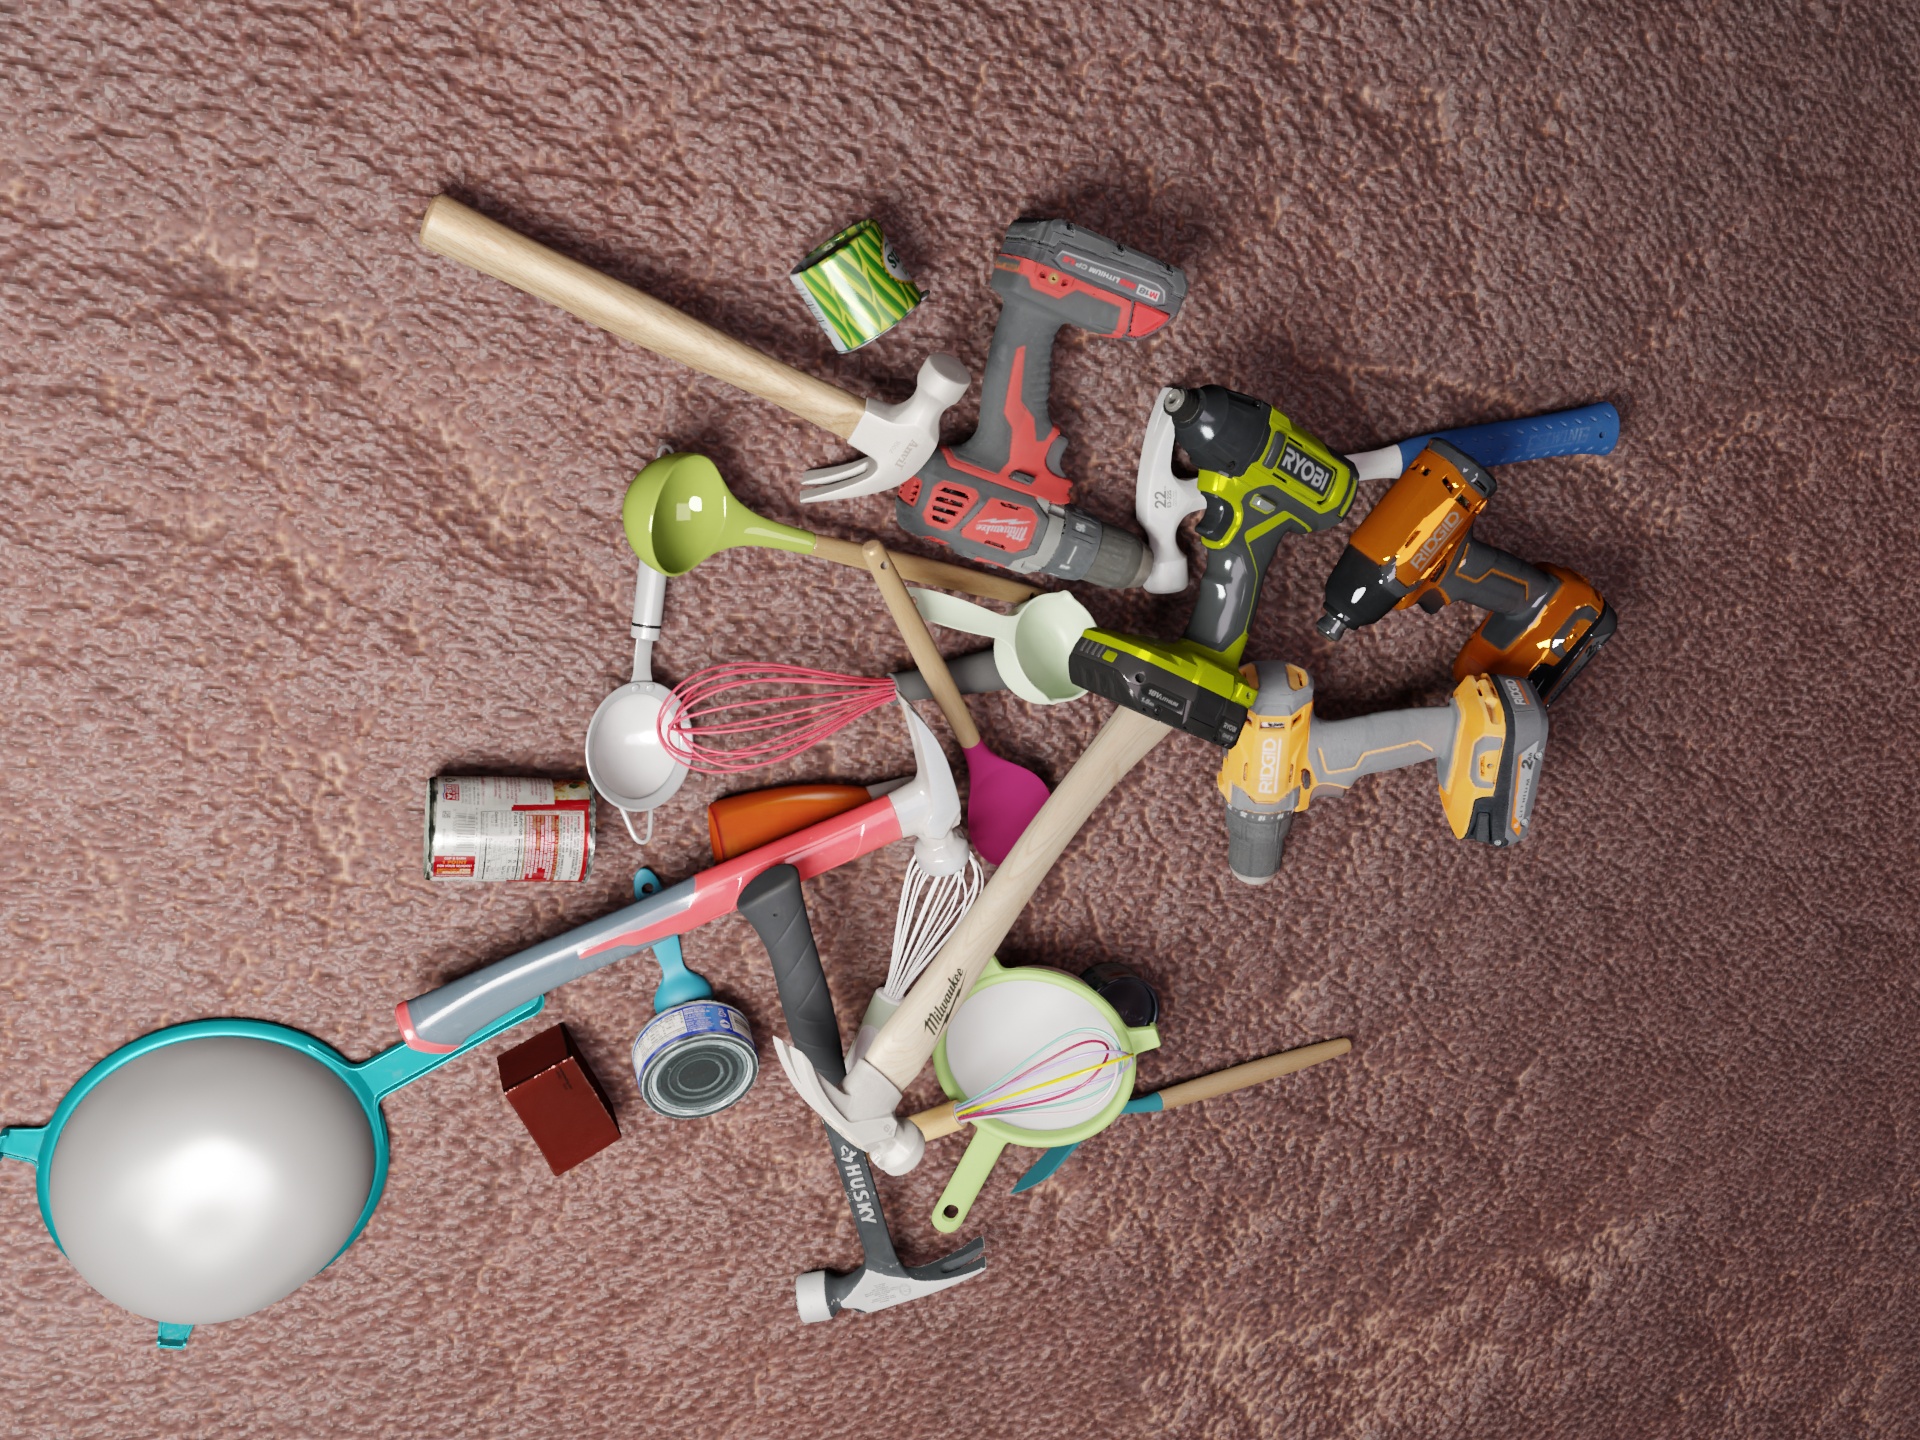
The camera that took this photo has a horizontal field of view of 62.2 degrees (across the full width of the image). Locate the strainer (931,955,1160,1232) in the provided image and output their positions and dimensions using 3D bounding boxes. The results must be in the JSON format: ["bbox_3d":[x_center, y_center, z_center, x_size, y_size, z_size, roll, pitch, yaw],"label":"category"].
[{"bbox_3d":[0.039,0.282,1.213,0.151,0.069,0.256,25,115,1],"label":"strainer"}]

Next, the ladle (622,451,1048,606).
[{"bbox_3d":[-0.070,-0.109,1.048,0.320,0.062,0.078,11,100,-30],"label":"ladle"}]

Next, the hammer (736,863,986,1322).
[{"bbox_3d":[-0.083,0.271,1.118,0.149,0.036,0.408,-10,120,2],"label":"hammer"}]

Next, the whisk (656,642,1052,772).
[{"bbox_3d":[-0.064,-0.019,1.084,0.295,0.073,0.073,-11,109,-26],"label":"whisk"}]

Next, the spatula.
[{"bbox_3d":[0.185,0.311,1.283,0.317,0.082,0.044,-12,71,-21],"label":"spatula"}]

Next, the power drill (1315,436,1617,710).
[{"bbox_3d":[0.376,-0.089,1.203,0.226,0.084,0.164,32,102,-32],"label":"power drill"}]

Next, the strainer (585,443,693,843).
[{"bbox_3d":[-0.206,-0.051,1.038,0.086,0.050,0.258,0,100,-49],"label":"strainer"}]

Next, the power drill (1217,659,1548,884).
[{"bbox_3d":[0.308,0.047,1.199,0.226,0.084,0.185,1,121,4],"label":"power drill"}]

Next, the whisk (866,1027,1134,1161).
[{"bbox_3d":[0.016,0.279,1.156,0.245,0.047,0.051,-25,105,22],"label":"whisk"}]

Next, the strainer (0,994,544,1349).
[{"bbox_3d":[-0.420,0.274,1.021,0.340,0.095,0.210,-29,113,-9],"label":"strainer"}]

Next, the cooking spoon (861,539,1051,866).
[{"bbox_3d":[-0.002,-0.003,1.092,0.069,0.017,0.318,-35,133,-9],"label":"cooking spoon"}]

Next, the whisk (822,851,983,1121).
[{"bbox_3d":[-0.047,0.196,1.165,0.058,0.059,0.246,26,101,14],"label":"whisk"}]

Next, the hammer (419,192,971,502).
[{"bbox_3d":[-0.168,-0.232,0.981,0.331,0.031,0.130,22,131,-17],"label":"hammer"}]

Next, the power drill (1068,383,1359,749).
[{"bbox_3d":[0.167,-0.107,1.084,0.171,0.080,0.223,22,92,-37],"label":"power drill"}]

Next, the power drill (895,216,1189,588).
[{"bbox_3d":[0.075,-0.205,1.076,0.187,0.080,0.226,16,102,-21],"label":"power drill"}]

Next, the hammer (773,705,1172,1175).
[{"bbox_3d":[0.033,0.109,1.103,0.411,0.038,0.146,-53,130,-20],"label":"hammer"}]

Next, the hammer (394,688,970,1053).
[{"bbox_3d":[-0.183,0.109,1.038,0.386,0.038,0.143,-23,127,-11],"label":"hammer"}]

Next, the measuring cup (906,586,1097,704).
[{"bbox_3d":[0.020,-0.060,1.092,0.167,0.038,0.083,16,74,-27],"label":"measuring cup"}]

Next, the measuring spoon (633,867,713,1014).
[{"bbox_3d":[-0.203,0.162,1.108,0.042,0.021,0.128,-19,113,-14],"label":"measuring spoon"}]

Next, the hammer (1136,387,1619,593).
[{"bbox_3d":[0.317,-0.198,1.191,0.405,0.035,0.144,-11,109,-17],"label":"hammer"}]
